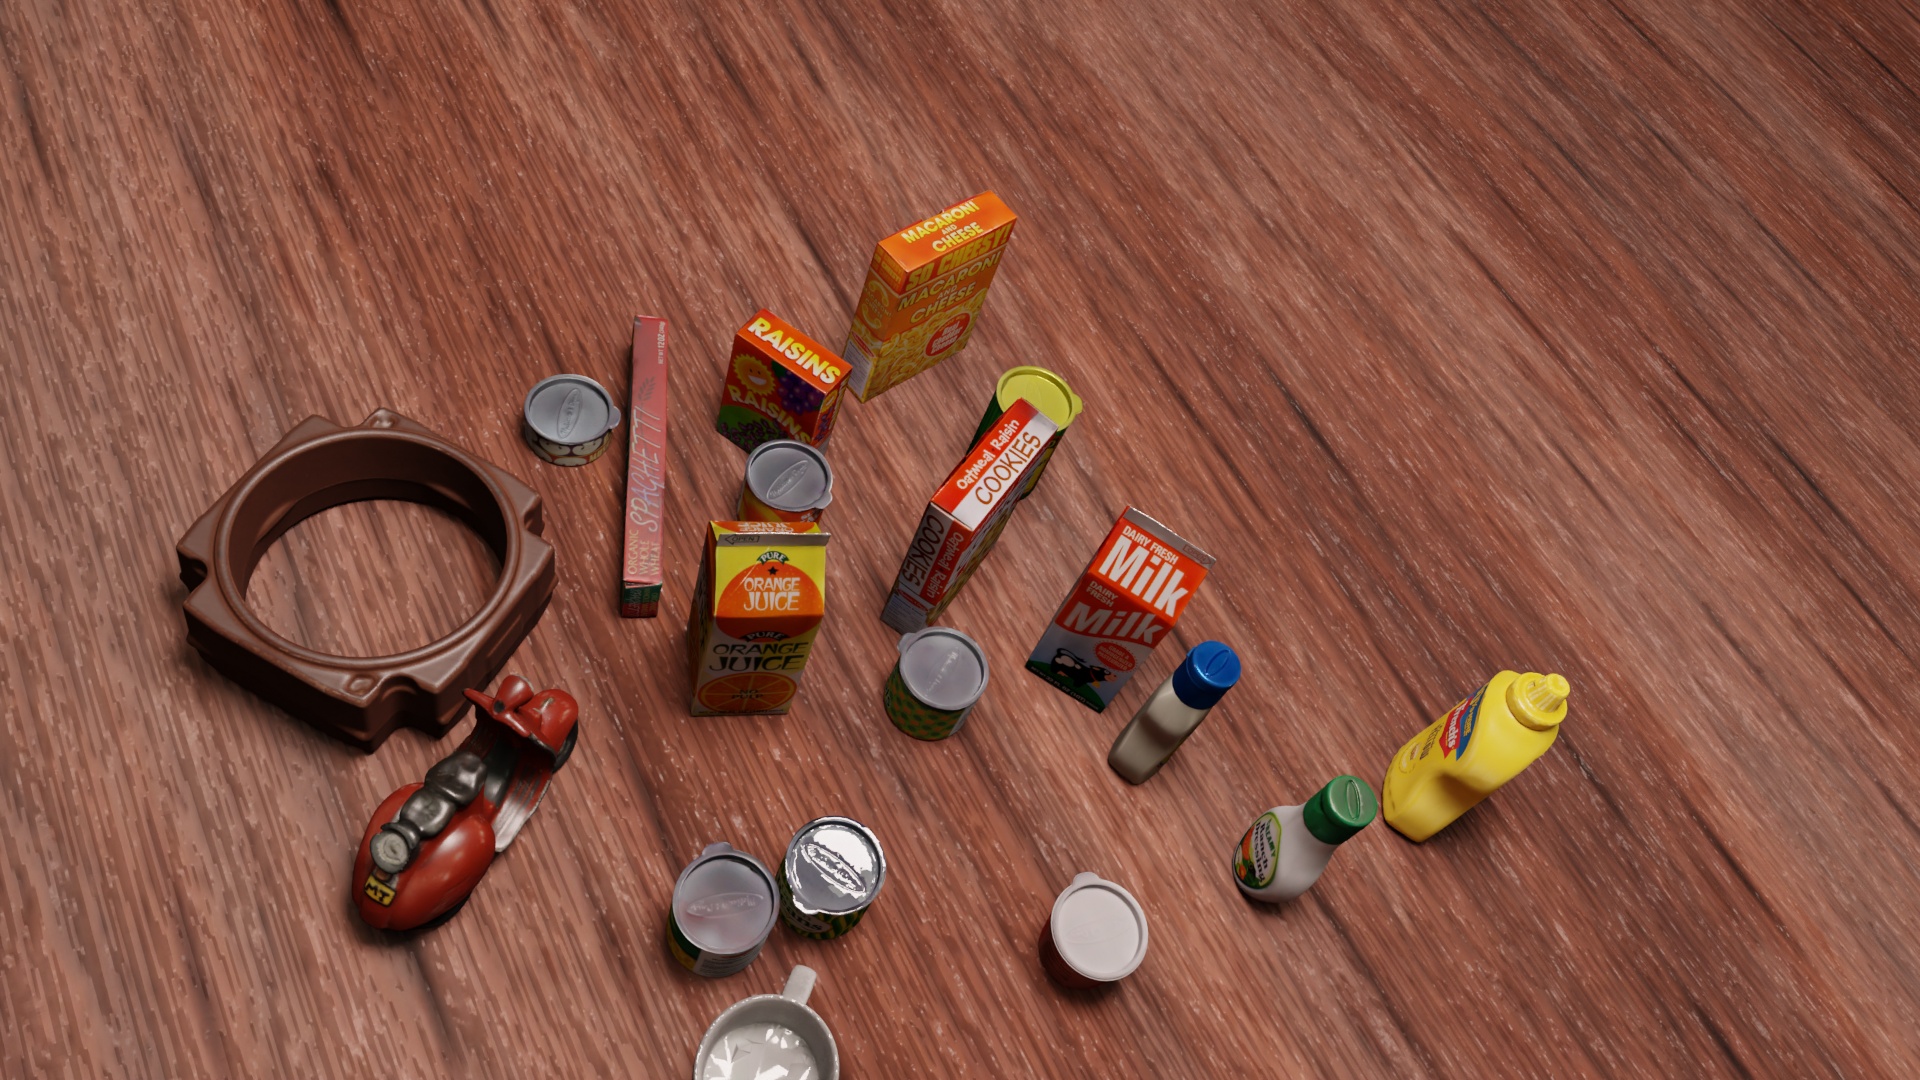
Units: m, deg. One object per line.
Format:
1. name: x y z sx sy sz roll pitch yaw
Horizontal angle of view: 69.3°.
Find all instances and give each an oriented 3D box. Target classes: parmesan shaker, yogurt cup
1. parmesan shaker: 0.050 -0.084 1.131 0.071 0.102 0.071 8 56 -12
2. yogurt cup: 0.087 0.270 0.941 0.072 0.053 0.073 8 56 -12

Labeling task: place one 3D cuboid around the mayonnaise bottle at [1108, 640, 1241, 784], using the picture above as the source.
1. mayonnaise bottle: 0.156 0.122 1.002 0.041 0.147 0.065 41 56 10

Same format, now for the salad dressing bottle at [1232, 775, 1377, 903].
1. salad dressing bottle: 0.240 0.208 0.973 0.044 0.147 0.064 12 56 -10

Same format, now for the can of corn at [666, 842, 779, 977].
1. can of corn: -0.153 0.236 0.885 0.071 0.058 0.071 8 56 -12

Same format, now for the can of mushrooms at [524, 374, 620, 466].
1. can of mushrooms: -0.299 -0.092 1.069 0.071 0.033 0.071 8 56 -12

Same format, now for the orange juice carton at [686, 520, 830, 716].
1. orange juice carton: -0.138 0.045 0.932 0.072 0.191 0.073 1 58 -17

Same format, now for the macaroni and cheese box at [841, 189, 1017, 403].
1. macaroni and cheese box: -0.031 -0.199 1.142 0.124 0.165 0.040 -33 73 -32

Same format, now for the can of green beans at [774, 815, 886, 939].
1. can of green beans: -0.087 0.223 0.915 0.071 0.057 0.071 8 56 -12

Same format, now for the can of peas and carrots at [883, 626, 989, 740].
1. can of peas and carrots: -0.021 0.104 1.013 0.071 0.058 0.071 8 56 -12

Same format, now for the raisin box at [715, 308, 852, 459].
1. raisin box: -0.138 -0.110 1.076 0.086 0.122 0.040 35 55 6

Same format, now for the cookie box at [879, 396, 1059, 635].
1. cookie box: 0.004 -0.013 1.030 0.040 0.166 0.123 35 55 6

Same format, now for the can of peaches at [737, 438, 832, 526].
1. can of peaches: -0.134 -0.033 1.067 0.071 0.057 0.071 8 56 -12

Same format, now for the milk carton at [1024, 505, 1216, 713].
1. milk carton: 0.119 0.044 1.016 0.072 0.189 0.074 32 54 4

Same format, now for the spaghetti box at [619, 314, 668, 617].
1. spaghetti box: -0.240 -0.060 1.056 0.029 0.050 0.251 3 57 -15
